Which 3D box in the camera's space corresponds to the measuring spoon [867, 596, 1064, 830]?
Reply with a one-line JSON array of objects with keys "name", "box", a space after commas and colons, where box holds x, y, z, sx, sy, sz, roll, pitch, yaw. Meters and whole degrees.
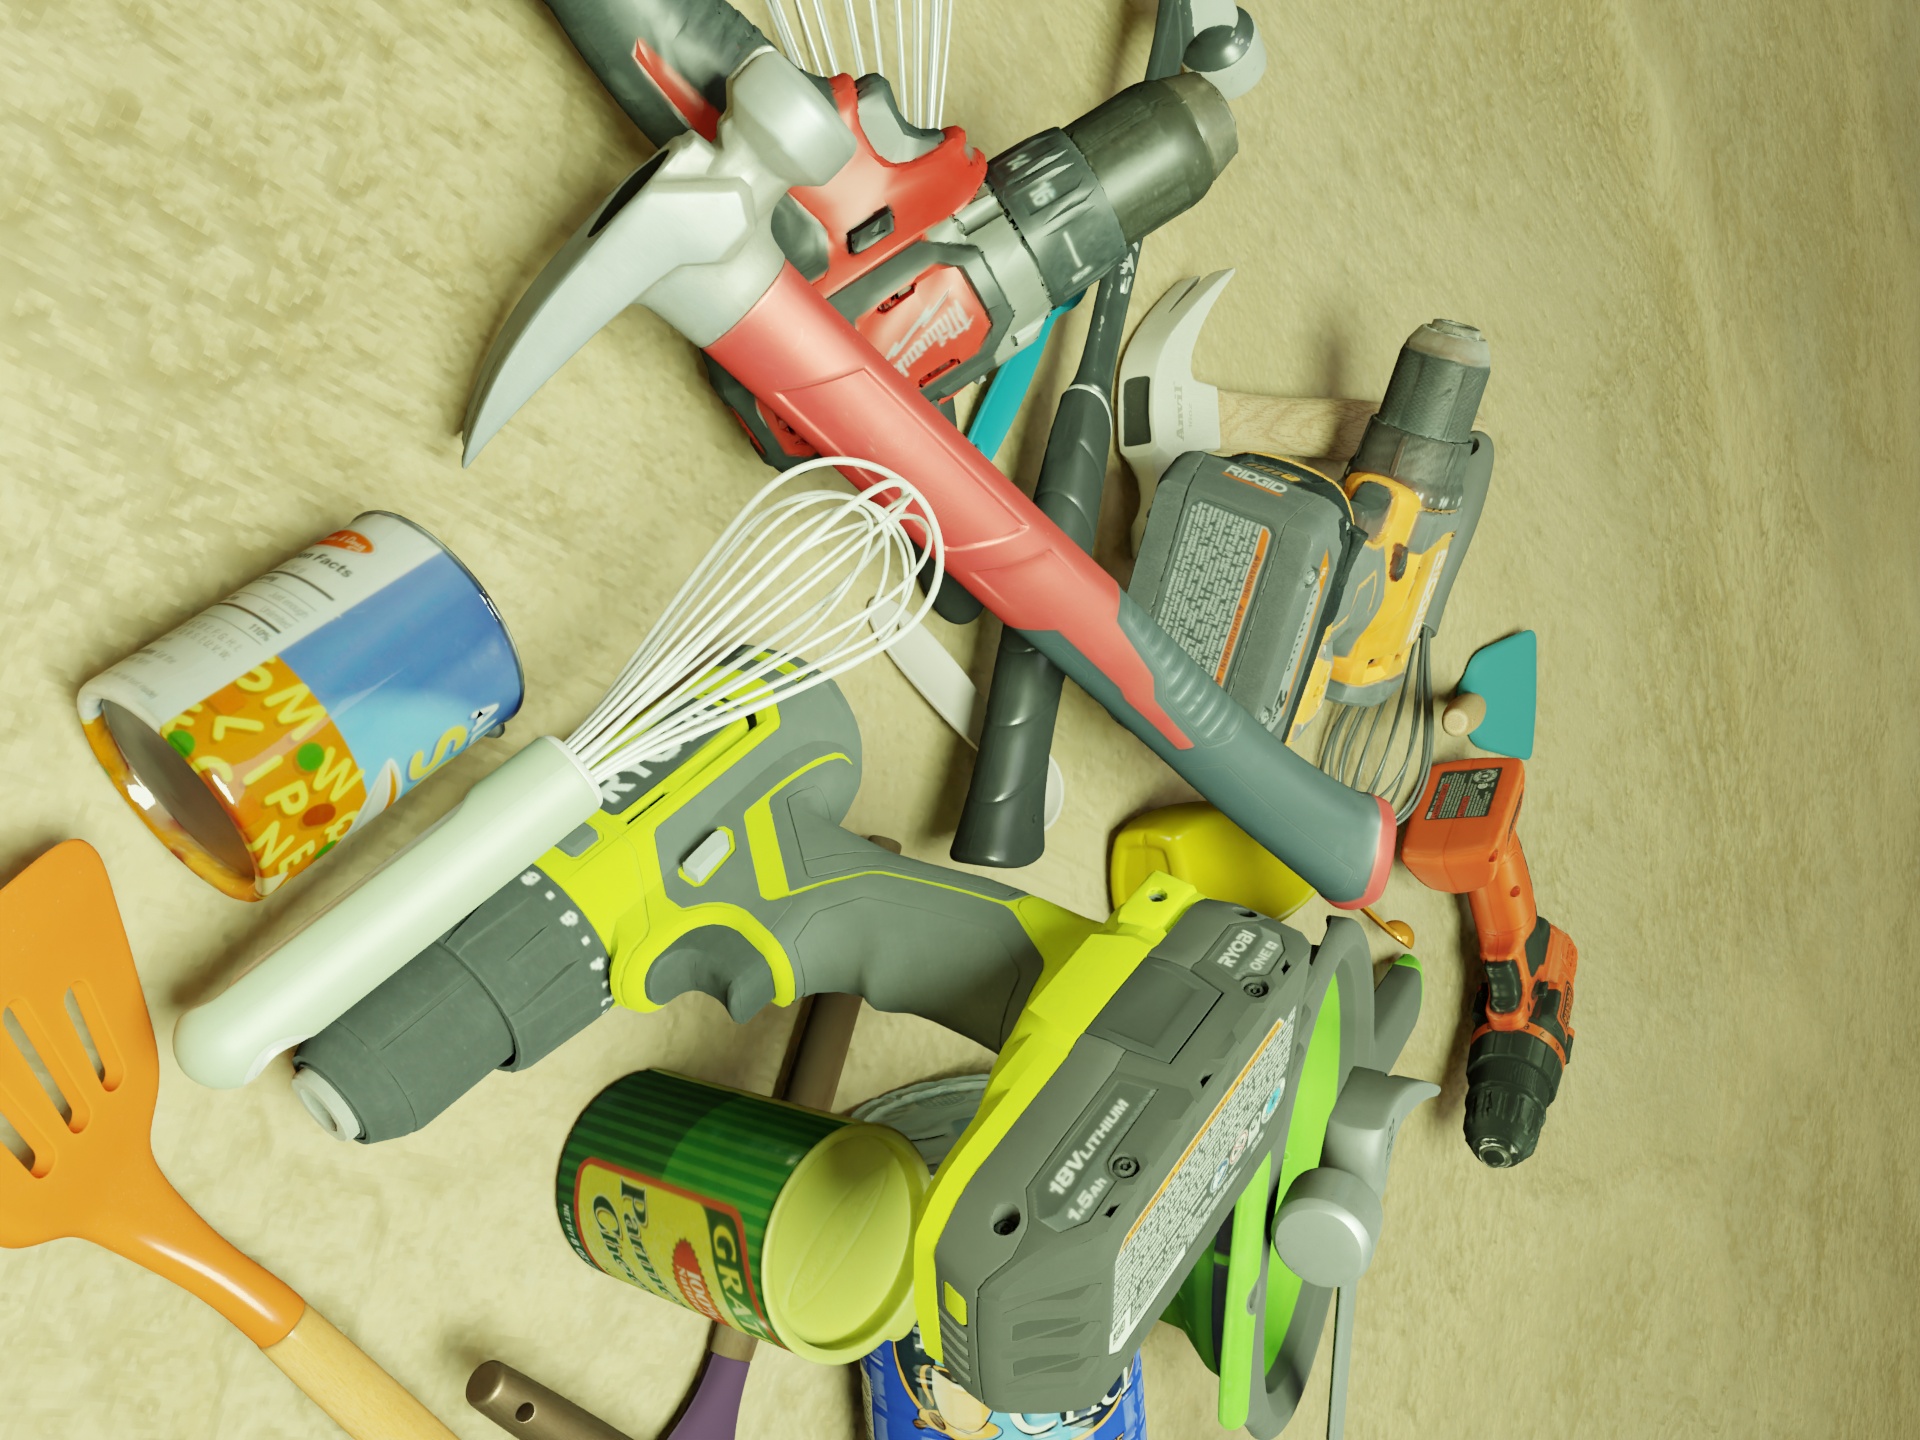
[{"name": "measuring spoon", "box": [-0.001, -0.002, 0.622, 0.124, 0.018, 0.034, 50, 56, -27]}]

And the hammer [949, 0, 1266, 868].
[{"name": "hammer", "box": [0.053, -0.140, 0.628, 0.149, 0.036, 0.409, 34, 65, -60]}]

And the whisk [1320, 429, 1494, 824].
[{"name": "whisk", "box": [0.244, -0.050, 0.841, 0.055, 0.055, 0.239, 34, 71, -42]}]

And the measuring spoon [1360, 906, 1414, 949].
[{"name": "measuring spoon", "box": [0.203, 0.086, 0.824, 0.116, 0.021, 0.011, 40, 88, -30]}]

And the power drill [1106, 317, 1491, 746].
[{"name": "power drill", "box": [0.163, -0.082, 0.699, 0.226, 0.084, 0.185, -19, 130, -53]}]

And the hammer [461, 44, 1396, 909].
[{"name": "hammer", "box": [0.023, -0.029, 0.538, 0.143, 0.038, 0.385, -42, 124, 12]}]

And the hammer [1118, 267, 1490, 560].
[{"name": "hammer", "box": [0.187, -0.151, 0.810, 0.331, 0.031, 0.130, -9, 97, -47]}]

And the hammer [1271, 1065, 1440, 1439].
[{"name": "hammer", "box": [0.150, 0.329, 0.641, 0.144, 0.035, 0.405, -34, 127, -59]}]

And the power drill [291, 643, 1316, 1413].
[{"name": "power drill", "box": [-0.042, 0.077, 0.425, 0.190, 0.229, 0.080, -42, 143, -38]}]

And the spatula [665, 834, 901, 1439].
[{"name": "spatula", "box": [-0.072, 0.188, 0.538, 0.059, 0.018, 0.316, 33, 67, -43]}]

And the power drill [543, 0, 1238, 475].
[{"name": "power drill", "box": [-0.033, -0.206, 0.479, 0.188, 0.080, 0.226, -32, 120, 3]}]

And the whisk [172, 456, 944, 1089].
[{"name": "whisk", "box": [-0.098, 0.008, 0.422, 0.246, 0.058, 0.059, -41, 89, -23]}]

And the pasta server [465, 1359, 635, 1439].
[{"name": "pasta server", "box": [-0.054, 0.284, 0.526, 0.060, 0.040, 0.315, -54, 132, -24]}]

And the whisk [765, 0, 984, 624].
[{"name": "whisk", "box": [-0.023, -0.171, 0.569, 0.070, 0.070, 0.284, -27, 115, -44]}]

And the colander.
[{"name": "colander", "box": [0.137, 0.165, 0.726, 0.397, 0.094, 0.204, -16, 112, -64]}]

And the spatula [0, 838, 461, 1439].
[{"name": "spatula", "box": [-0.158, 0.174, 0.421, 0.322, 0.041, 0.081, 59, 30, -27]}]

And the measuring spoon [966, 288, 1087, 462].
[{"name": "measuring spoon", "box": [0.019, -0.151, 0.643, 0.042, 0.021, 0.129, 42, 69, -55]}]

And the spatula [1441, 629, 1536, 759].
[{"name": "spatula", "box": [0.290, -0.008, 0.870, 0.317, 0.044, 0.082, -9, 101, -69]}]
